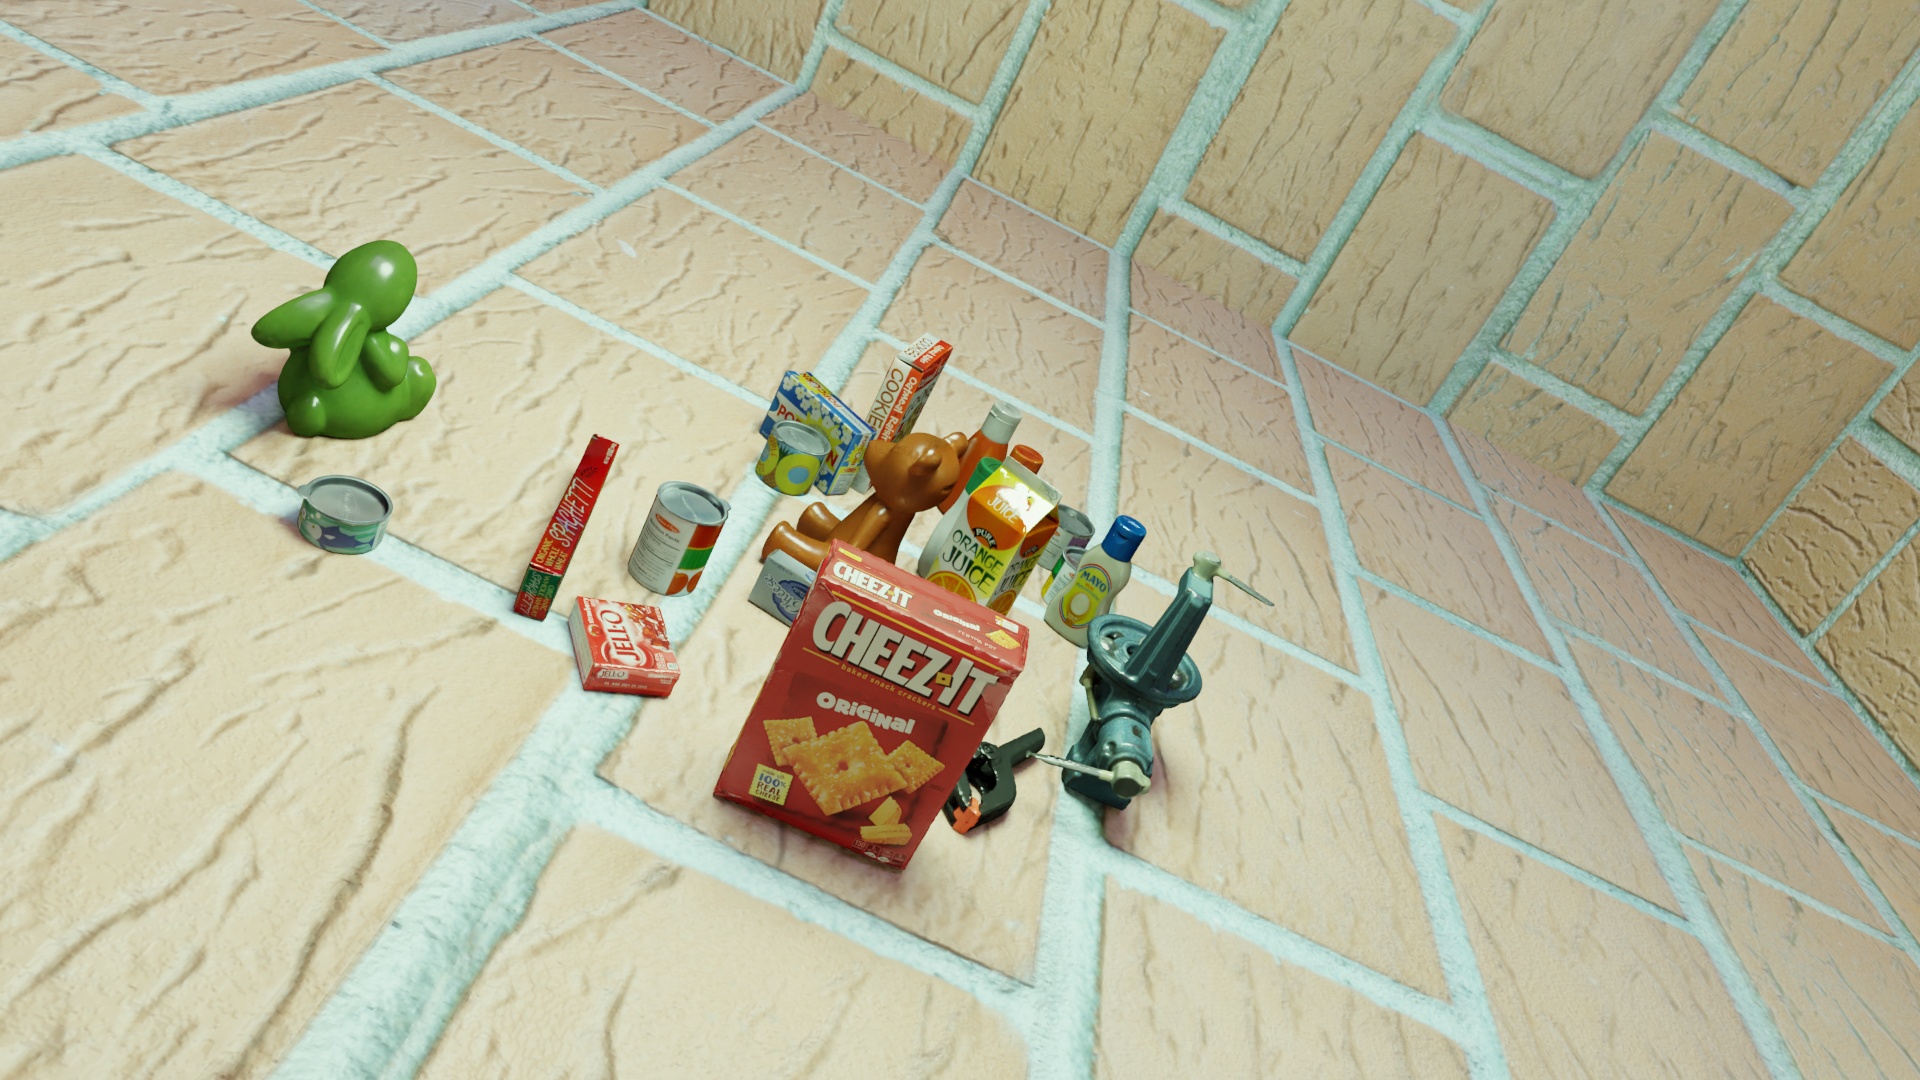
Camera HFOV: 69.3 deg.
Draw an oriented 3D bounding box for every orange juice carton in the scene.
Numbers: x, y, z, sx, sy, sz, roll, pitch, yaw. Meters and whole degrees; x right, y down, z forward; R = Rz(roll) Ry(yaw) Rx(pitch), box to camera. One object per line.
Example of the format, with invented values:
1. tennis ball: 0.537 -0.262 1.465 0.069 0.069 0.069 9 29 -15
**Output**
1. orange juice carton: 0.031 0.012 1.378 0.072 0.191 0.073 39 27 20

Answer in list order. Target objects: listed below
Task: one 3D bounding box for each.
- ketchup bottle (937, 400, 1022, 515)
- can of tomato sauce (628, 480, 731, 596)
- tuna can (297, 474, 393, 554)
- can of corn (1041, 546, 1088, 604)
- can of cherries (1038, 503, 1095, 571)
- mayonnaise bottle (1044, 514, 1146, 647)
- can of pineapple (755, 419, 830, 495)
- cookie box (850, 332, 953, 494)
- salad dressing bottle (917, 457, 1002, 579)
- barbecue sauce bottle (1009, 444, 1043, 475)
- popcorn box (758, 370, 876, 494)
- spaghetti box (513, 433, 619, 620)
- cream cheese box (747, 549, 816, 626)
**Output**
1. ketchup bottle: 0.023 -0.091 1.607 0.043 0.148 0.065 5 34 -40
2. can of tomato sauce: -0.253 -0.002 1.250 0.071 0.082 0.071 23 26 -12
3. tuna can: -0.494 -0.021 1.108 0.071 0.032 0.071 23 26 -12
4. can of corn: 0.133 0.048 1.564 0.071 0.058 0.071 23 26 -12
5. can of cherries: 0.119 -0.003 1.642 0.071 0.058 0.072 23 26 -12
6. mayonnaise bottle: 0.149 0.041 1.491 0.065 0.147 0.041 36 27 16
7. can of pineapple: -0.184 -0.090 1.506 0.071 0.057 0.071 23 26 -12
8. cookie box: -0.073 -0.147 1.593 0.040 0.166 0.123 30 26 3
9. salad dressing bottle: 0.005 -0.018 1.459 0.044 0.147 0.064 42 29 26
10. barbecue sauce bottle: 0.042 -0.036 1.525 0.065 0.148 0.044 38 27 20
11. popcorn box: -0.160 -0.121 1.554 0.127 0.085 0.038 42 29 27
12. spaghetti box: -0.345 -0.017 1.226 0.029 0.050 0.251 22 27 -13
13. cream cheese box: -0.141 0.058 1.285 0.104 0.053 0.024 32 26 7
